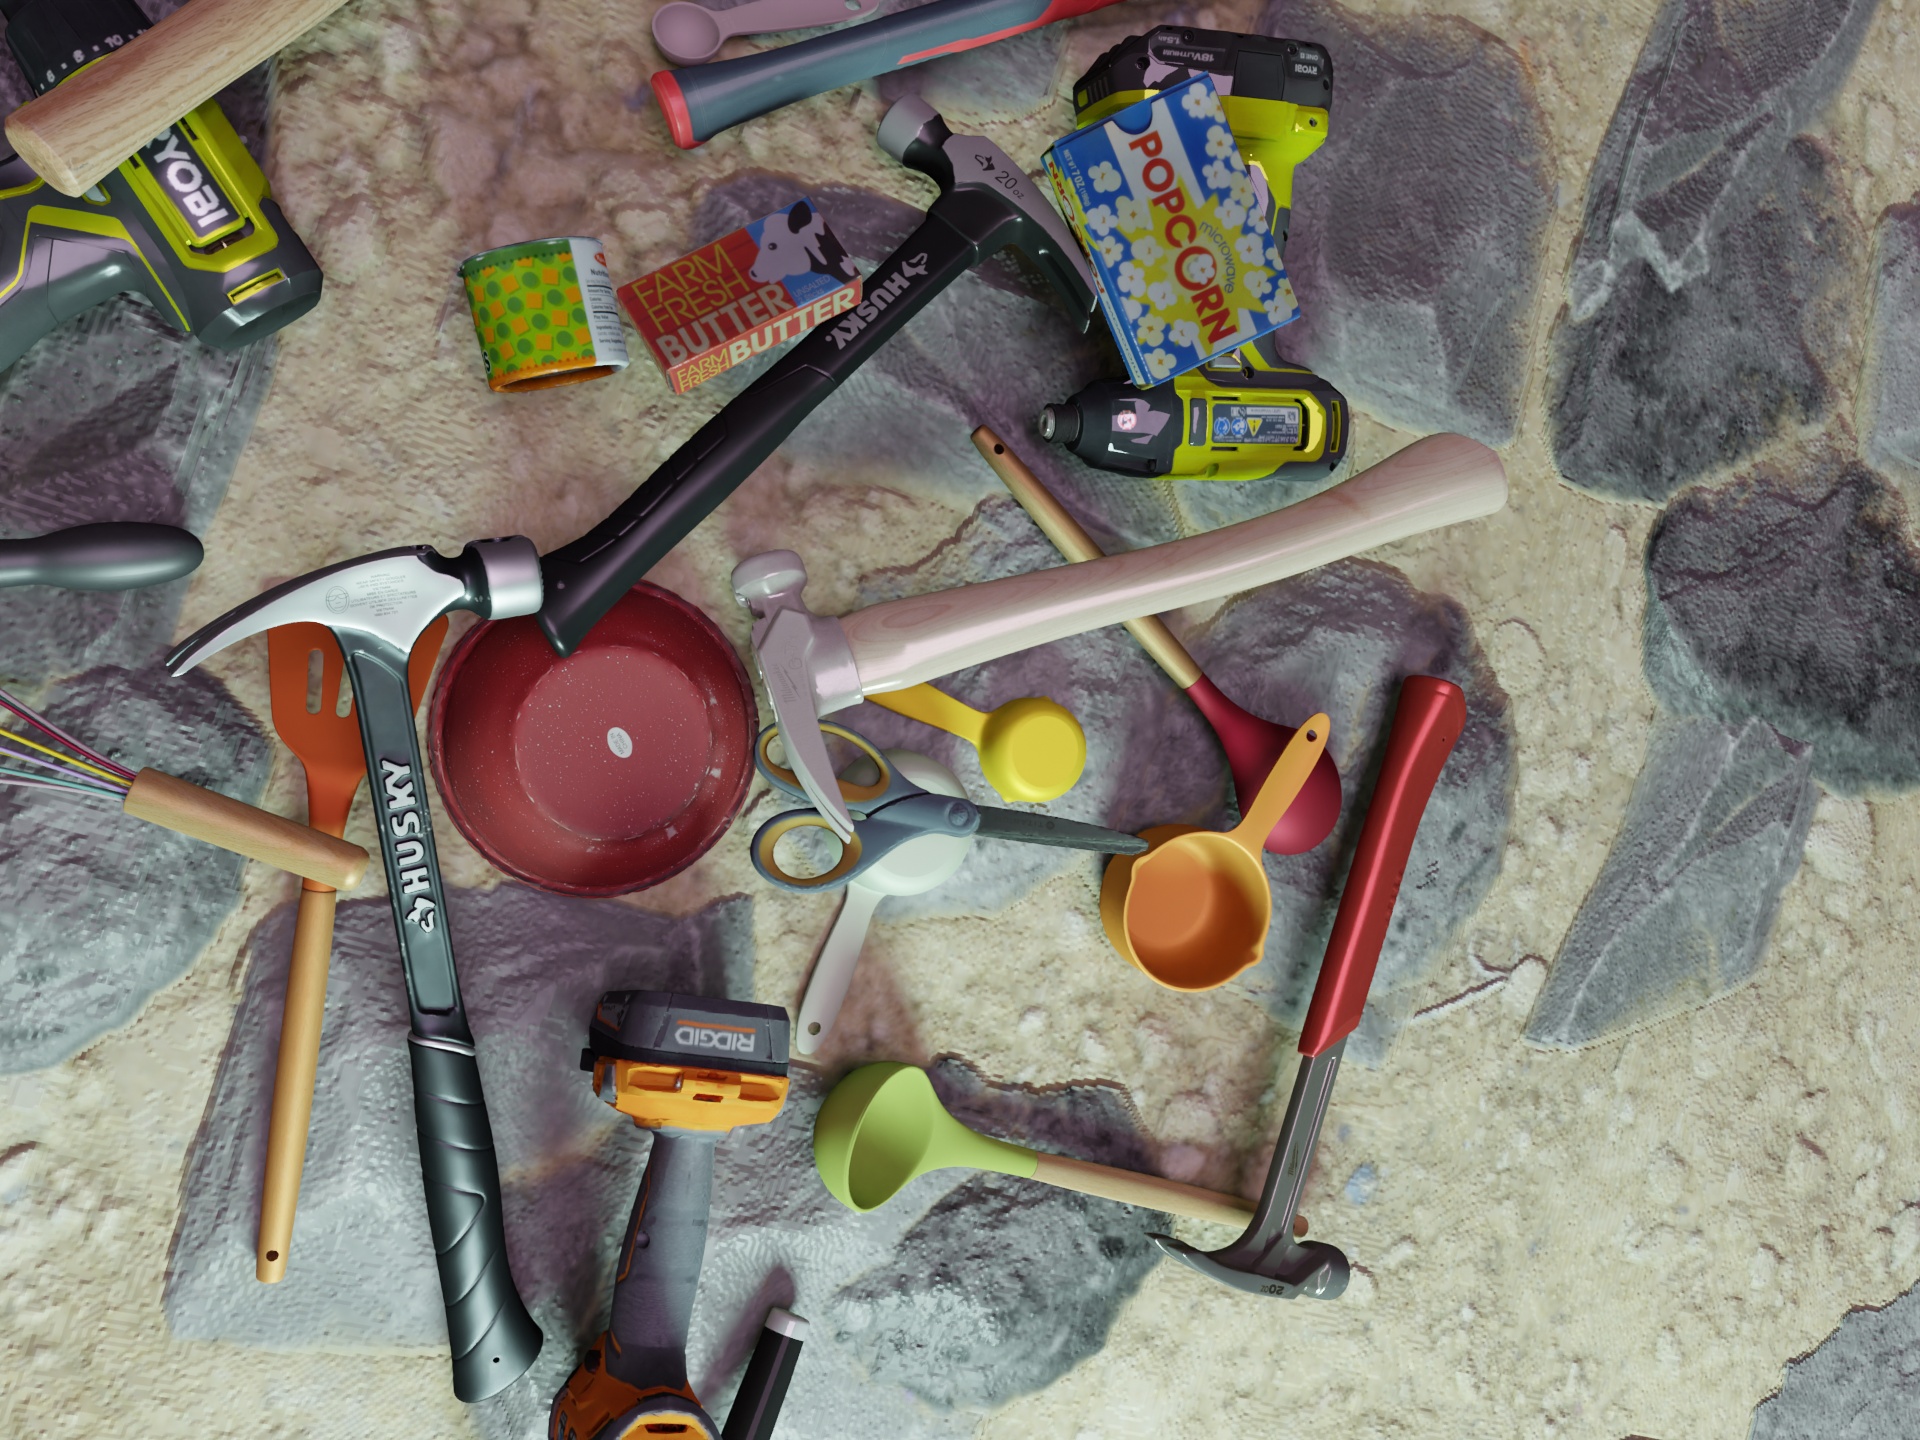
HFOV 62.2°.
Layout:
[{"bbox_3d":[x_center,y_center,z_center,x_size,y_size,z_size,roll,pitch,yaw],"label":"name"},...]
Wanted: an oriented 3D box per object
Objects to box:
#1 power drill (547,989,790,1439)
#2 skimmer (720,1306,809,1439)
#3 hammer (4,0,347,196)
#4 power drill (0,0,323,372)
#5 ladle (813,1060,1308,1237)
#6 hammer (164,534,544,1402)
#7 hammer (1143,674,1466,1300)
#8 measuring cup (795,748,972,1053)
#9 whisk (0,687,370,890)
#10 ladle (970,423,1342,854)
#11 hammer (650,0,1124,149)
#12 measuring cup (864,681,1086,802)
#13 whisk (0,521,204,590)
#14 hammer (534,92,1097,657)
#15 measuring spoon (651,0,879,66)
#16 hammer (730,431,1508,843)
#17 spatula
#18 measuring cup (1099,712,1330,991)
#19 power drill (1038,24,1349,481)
[{"bbox_3d":[-0.144,0.244,0.742,0.084,0.164,0.226,11,76,-20],"label":"power drill"},{"bbox_3d":[-0.163,0.473,0.801,0.127,0.090,0.363,26,73,-17],"label":"skimmer"},{"bbox_3d":[-0.262,-0.330,0.685,0.130,0.031,0.331,46,63,-17],"label":"hammer"},{"bbox_3d":[-0.412,-0.210,0.653,0.228,0.080,0.190,-36,104,-18],"label":"power drill"},{"bbox_3d":[0.066,0.249,0.861,0.320,0.062,0.078,19,86,-22],"label":"ladle"},{"bbox_3d":[-0.239,0.127,0.707,0.149,0.036,0.408,-12,109,-27],"label":"hammer"},{"bbox_3d":[0.212,0.142,0.897,0.149,0.037,0.359,26,78,-37],"label":"hammer"},{"bbox_3d":[-0.046,0.095,0.819,0.083,0.038,0.167,24,82,-20],"label":"measuring cup"},{"bbox_3d":[-0.375,0.021,0.681,0.245,0.051,0.047,23,124,-14],"label":"whisk"},{"bbox_3d":[0.112,-0.042,0.880,0.069,0.031,0.315,-46,105,-13],"label":"ladle"},{"bbox_3d":[0.036,-0.360,0.786,0.386,0.143,0.038,-22,96,-14],"label":"hammer"},{"bbox_3d":[-0.001,-0.003,0.836,0.156,0.029,0.062,24,84,-21],"label":"measuring cup"},{"bbox_3d":[-0.466,-0.059,0.650,0.284,0.070,0.070,-7,95,-25],"label":"whisk"},{"bbox_3d":[-0.078,-0.154,0.761,0.146,0.035,0.335,41,74,7],"label":"hammer"},{"bbox_3d":[-0.096,-0.347,0.795,0.124,0.018,0.034,-22,77,-24],"label":"measuring spoon"},{"bbox_3d":[0.100,-0.064,0.814,0.410,0.038,0.146,-17,75,-12],"label":"hammer"},{"bbox_3d":[-0.299,0.100,0.737,0.081,0.041,0.322,8,94,-19],"label":"spatula"},{"bbox_3d":[0.144,0.066,0.878,0.095,0.052,0.173,37,82,-17],"label":"measuring cup"},{"bbox_3d":[0.123,-0.241,0.848,0.171,0.080,0.223,-2,96,-20],"label":"power drill"}]
